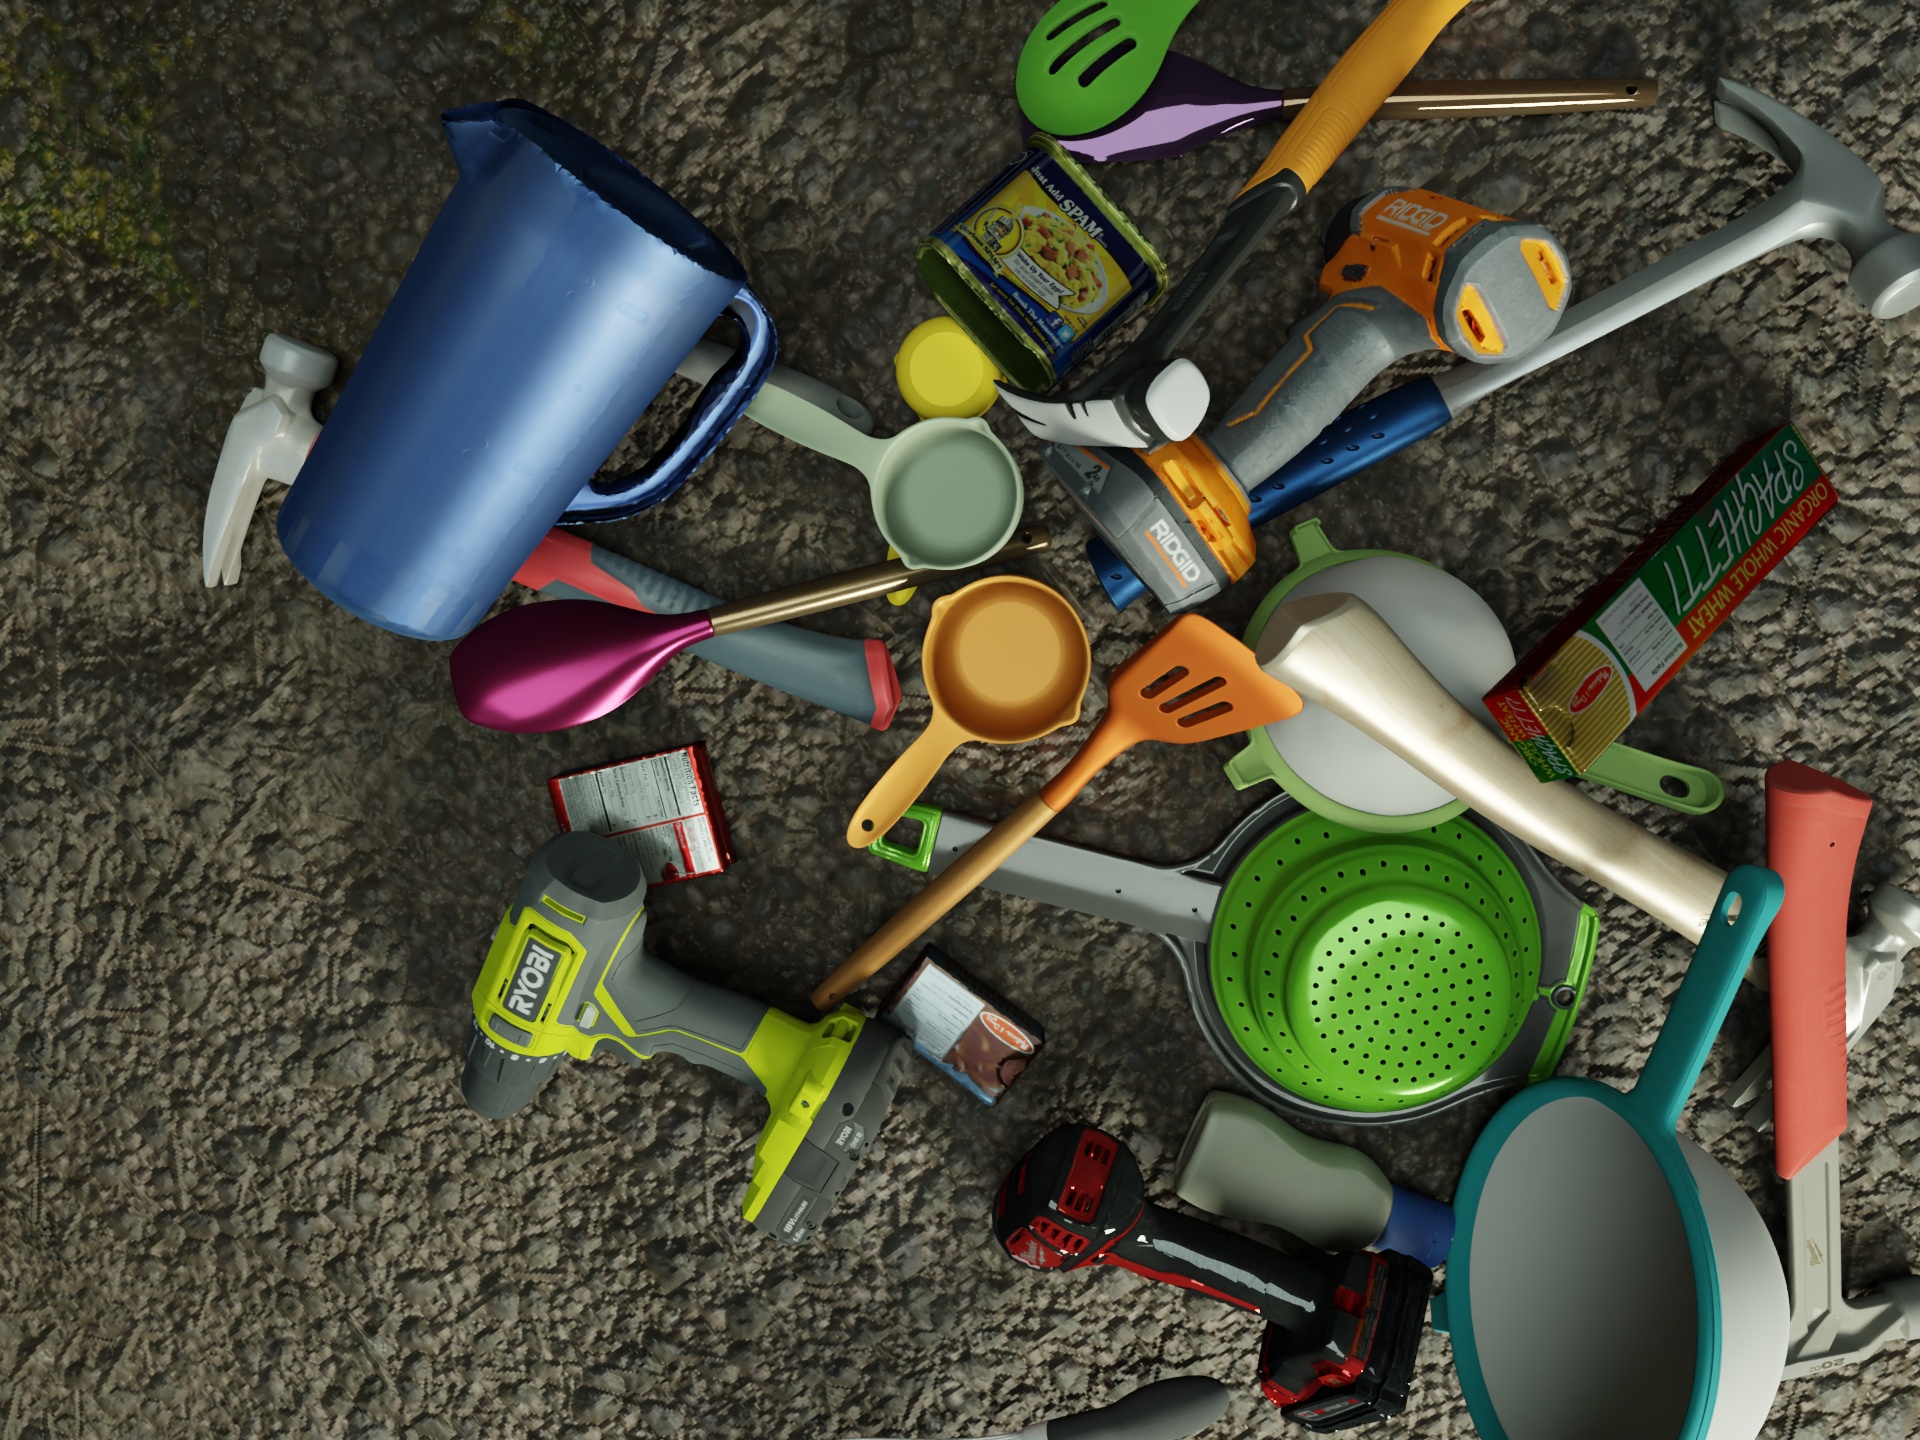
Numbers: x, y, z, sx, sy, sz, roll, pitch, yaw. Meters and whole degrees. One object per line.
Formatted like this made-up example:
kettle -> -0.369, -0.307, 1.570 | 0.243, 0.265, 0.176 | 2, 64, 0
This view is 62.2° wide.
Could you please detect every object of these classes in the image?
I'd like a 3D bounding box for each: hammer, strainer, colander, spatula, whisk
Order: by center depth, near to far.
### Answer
hammer -> 0.152, -0.258, 0.750 | 0.337, 0.127, 0.034 | -51, 121, -14
strainer -> 0.353, 0.230, 0.773 | 0.095, 0.211, 0.340 | 11, 108, -13
hammer -> 0.304, 0.065, 0.778 | 0.410, 0.038, 0.146 | 29, 103, -19
strainer -> 0.268, -0.006, 0.793 | 0.256, 0.069, 0.151 | 18, 75, 1
hammer -> 0.248, -0.171, 0.794 | 0.405, 0.035, 0.144 | -27, 64, 13
spatula -> 0.188, -0.315, 0.805 | 0.316, 0.018, 0.060 | 1, 93, 5
hammer -> 0.420, 0.188, 0.805 | 0.149, 0.037, 0.358 | -13, 112, 2
spatula -> 0.029, 0.060, 0.810 | 0.081, 0.041, 0.322 | 37, 116, -22
colander -> 0.141, 0.110, 0.831 | 0.397, 0.094, 0.204 | 14, 99, 2
whisk -> -0.157, -0.200, 0.838 | 0.239, 0.055, 0.055 | 22, 99, -4
hammer -> -0.218, -0.069, 0.862 | 0.386, 0.038, 0.143 | 23, 101, 1
whisk -> 0.017, 0.411, 0.885 | 0.284, 0.070, 0.070 | -23, 96, 16

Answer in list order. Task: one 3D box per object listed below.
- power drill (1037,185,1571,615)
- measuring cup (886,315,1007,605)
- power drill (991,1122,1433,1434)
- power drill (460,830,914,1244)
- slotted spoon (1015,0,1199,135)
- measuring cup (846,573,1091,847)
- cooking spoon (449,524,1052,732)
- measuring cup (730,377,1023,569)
power drill -> 0.152, -0.166, 0.757 | 0.226, 0.164, 0.084 | -38, 120, 6
measuring cup -> -0.018, -0.136, 0.840 | 0.062, 0.029, 0.156 | 14, 98, 2
power drill -> 0.122, 0.293, 0.846 | 0.219, 0.143, 0.079 | 25, 58, 1
power drill -> -0.159, 0.185, 0.866 | 0.228, 0.080, 0.190 | 29, 119, 0
slotted spoon -> 0.159, -0.400, 0.786 | 0.314, 0.031, 0.070 | -35, 77, 5
measuring cup -> -0.001, -0.003, 0.849 | 0.095, 0.052, 0.173 | 40, 101, -2
cooking spoon -> -0.105, -0.058, 0.827 | 0.319, 0.017, 0.069 | -15, 80, -8
measuring cup -> -0.044, -0.136, 0.818 | 0.167, 0.038, 0.083 | 28, 99, 9
